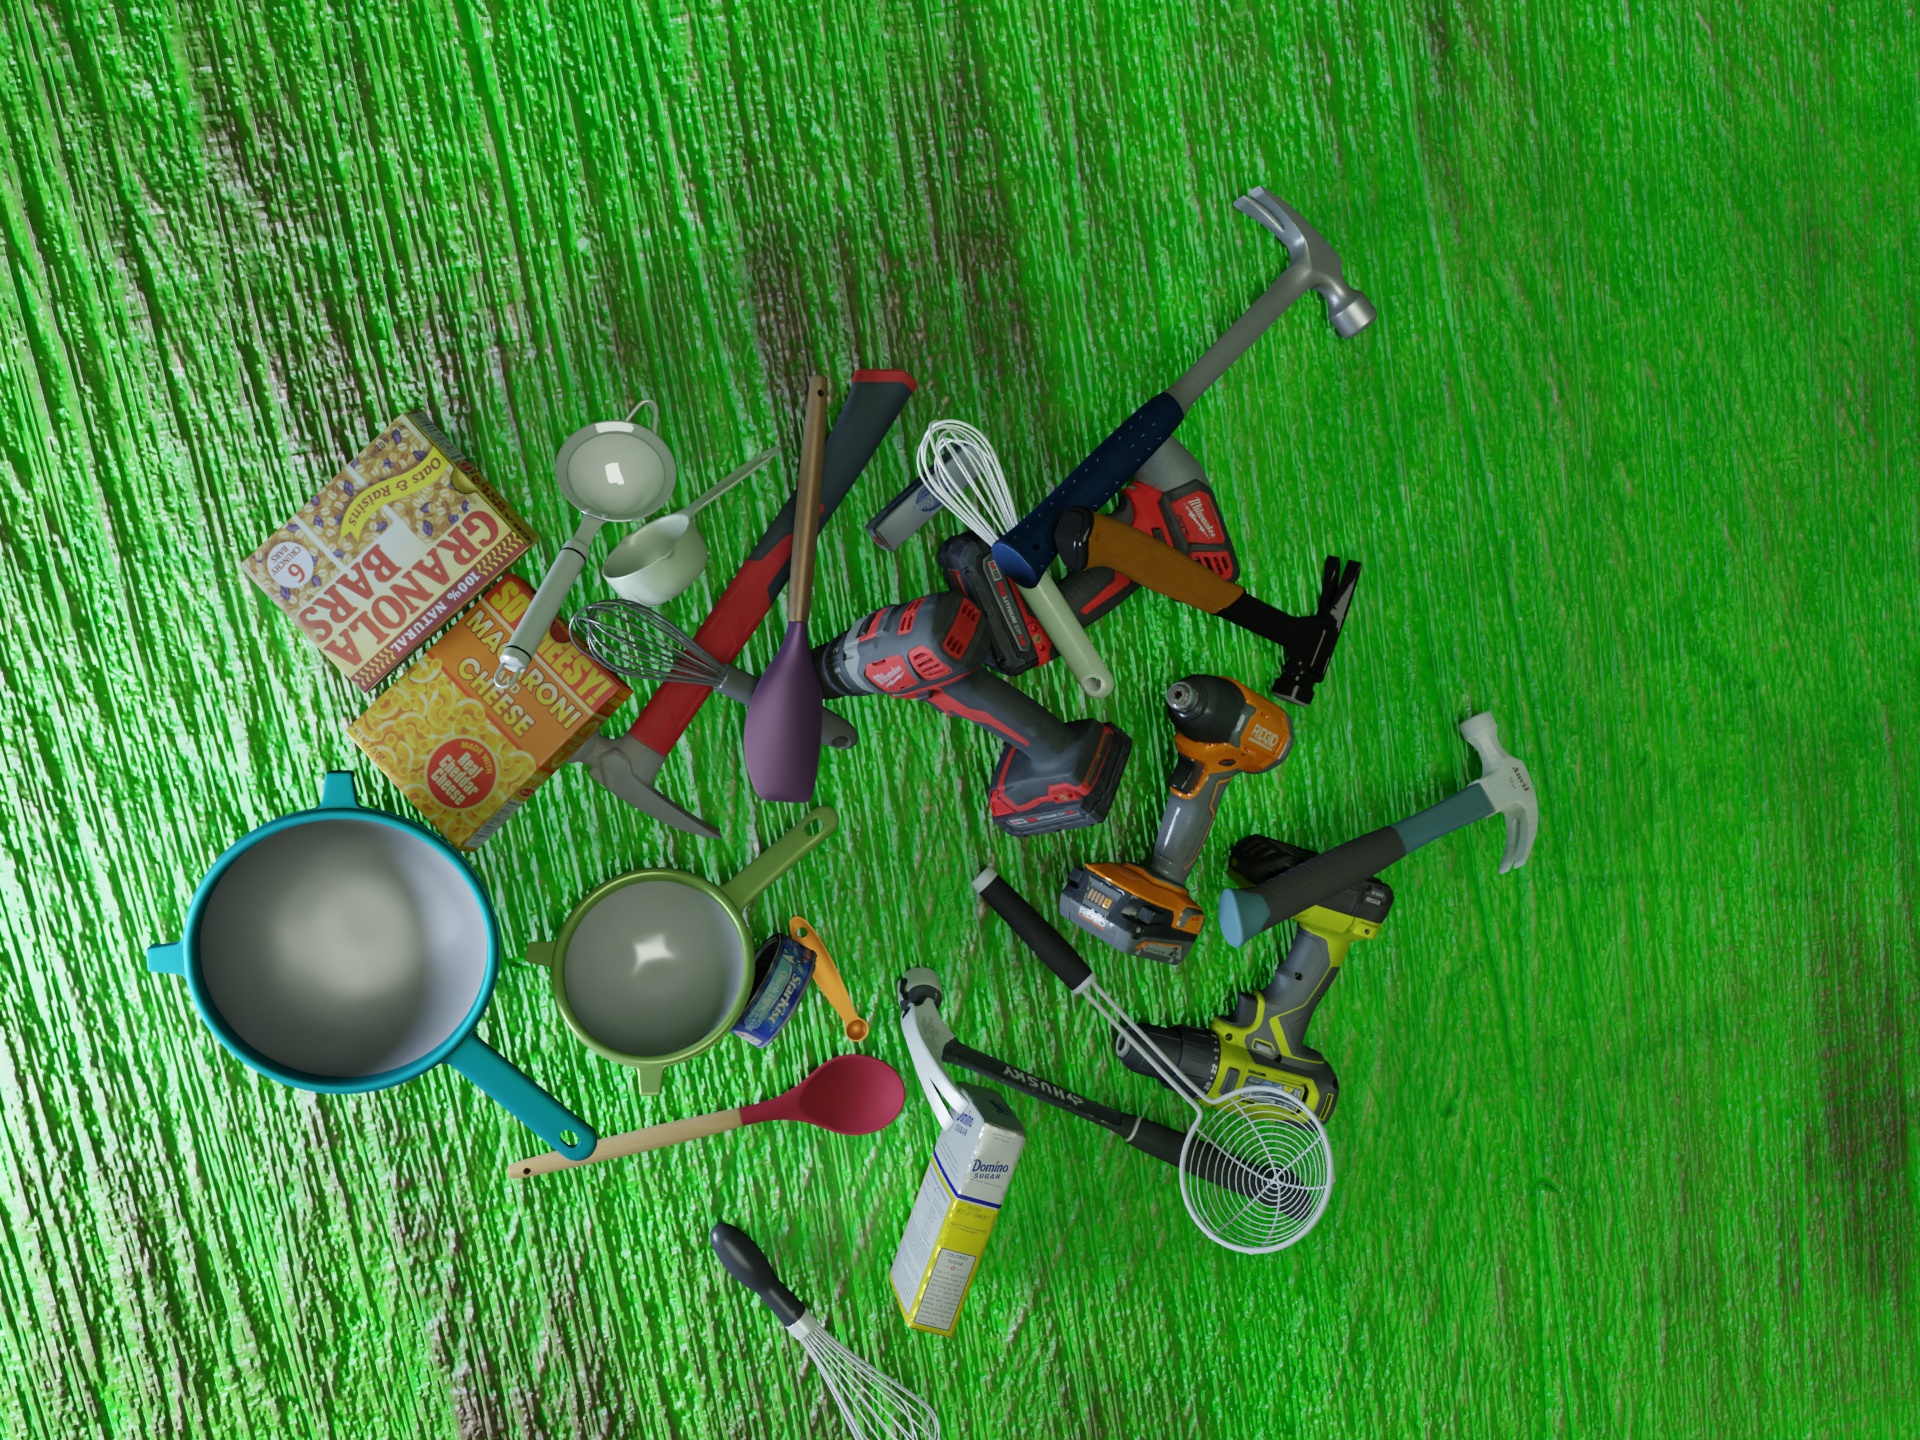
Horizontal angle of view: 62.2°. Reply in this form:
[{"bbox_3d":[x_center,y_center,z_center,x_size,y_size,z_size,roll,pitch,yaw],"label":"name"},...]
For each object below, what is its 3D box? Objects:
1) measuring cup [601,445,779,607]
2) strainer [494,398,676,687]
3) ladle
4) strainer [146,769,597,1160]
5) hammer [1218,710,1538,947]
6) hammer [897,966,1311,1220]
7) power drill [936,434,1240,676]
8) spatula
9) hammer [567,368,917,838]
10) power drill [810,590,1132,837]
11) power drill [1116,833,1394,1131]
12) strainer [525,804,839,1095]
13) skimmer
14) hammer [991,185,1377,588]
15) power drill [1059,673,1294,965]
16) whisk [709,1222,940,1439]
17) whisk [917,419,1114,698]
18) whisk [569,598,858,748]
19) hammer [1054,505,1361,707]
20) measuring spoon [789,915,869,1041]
[{"bbox_3d":[-0.190,-0.144,1.185,0.167,0.083,0.038,-42,123,-19],"label":"measuring cup"},{"bbox_3d":[-0.272,-0.124,1.131,0.087,0.050,0.259,21,57,-3],"label":"strainer"},{"bbox_3d":[-0.200,0.323,1.265,0.315,0.031,0.069,-11,98,-9],"label":"ladle"},{"bbox_3d":[-0.396,0.198,1.170,0.211,0.095,0.340,-45,107,0],"label":"strainer"},{"bbox_3d":[0.339,0.101,1.280,0.331,0.033,0.128,-21,78,-26],"label":"hammer"},{"bbox_3d":[0.128,0.330,1.298,0.408,0.149,0.036,28,112,-22],"label":"hammer"},{"bbox_3d":[0.102,-0.134,1.242,0.219,0.078,0.143,-24,103,-11],"label":"power drill"},{"bbox_3d":[-0.119,-0.098,1.168,0.059,0.018,0.316,7,87,-25],"label":"spatula"},{"bbox_3d":[-0.141,-0.097,1.211,0.143,0.038,0.386,35,90,-16],"label":"hammer"},{"bbox_3d":[-0.002,-0.004,1.204,0.226,0.188,0.080,39,58,-28],"label":"power drill"},{"bbox_3d":[0.247,0.218,1.324,0.190,0.080,0.228,18,96,-14],"label":"power drill"},{"bbox_3d":[-0.193,0.159,1.227,0.256,0.069,0.151,-41,77,-18],"label":"strainer"},{"bbox_3d":[0.139,0.255,1.247,0.127,0.090,0.363,-45,87,7],"label":"skimmer"},{"bbox_3d":[0.161,-0.247,1.192,0.144,0.035,0.405,49,66,-12],"label":"hammer"},{"bbox_3d":[0.168,0.071,1.249,0.164,0.084,0.226,23,94,-54],"label":"power drill"},{"bbox_3d":[-0.109,0.515,1.301,0.070,0.070,0.284,-39,99,-5],"label":"whisk"},{"bbox_3d":[0.045,-0.116,1.168,0.058,0.059,0.246,-25,110,24],"label":"whisk"},{"bbox_3d":[-0.176,-0.029,1.167,0.238,0.055,0.055,26,92,-28],"label":"whisk"},{"bbox_3d":[0.191,-0.105,1.202,0.336,0.034,0.127,17,95,-45],"label":"hammer"},{"bbox_3d":[-0.107,0.207,1.278,0.021,0.011,0.117,-29,100,-7],"label":"measuring spoon"}]
